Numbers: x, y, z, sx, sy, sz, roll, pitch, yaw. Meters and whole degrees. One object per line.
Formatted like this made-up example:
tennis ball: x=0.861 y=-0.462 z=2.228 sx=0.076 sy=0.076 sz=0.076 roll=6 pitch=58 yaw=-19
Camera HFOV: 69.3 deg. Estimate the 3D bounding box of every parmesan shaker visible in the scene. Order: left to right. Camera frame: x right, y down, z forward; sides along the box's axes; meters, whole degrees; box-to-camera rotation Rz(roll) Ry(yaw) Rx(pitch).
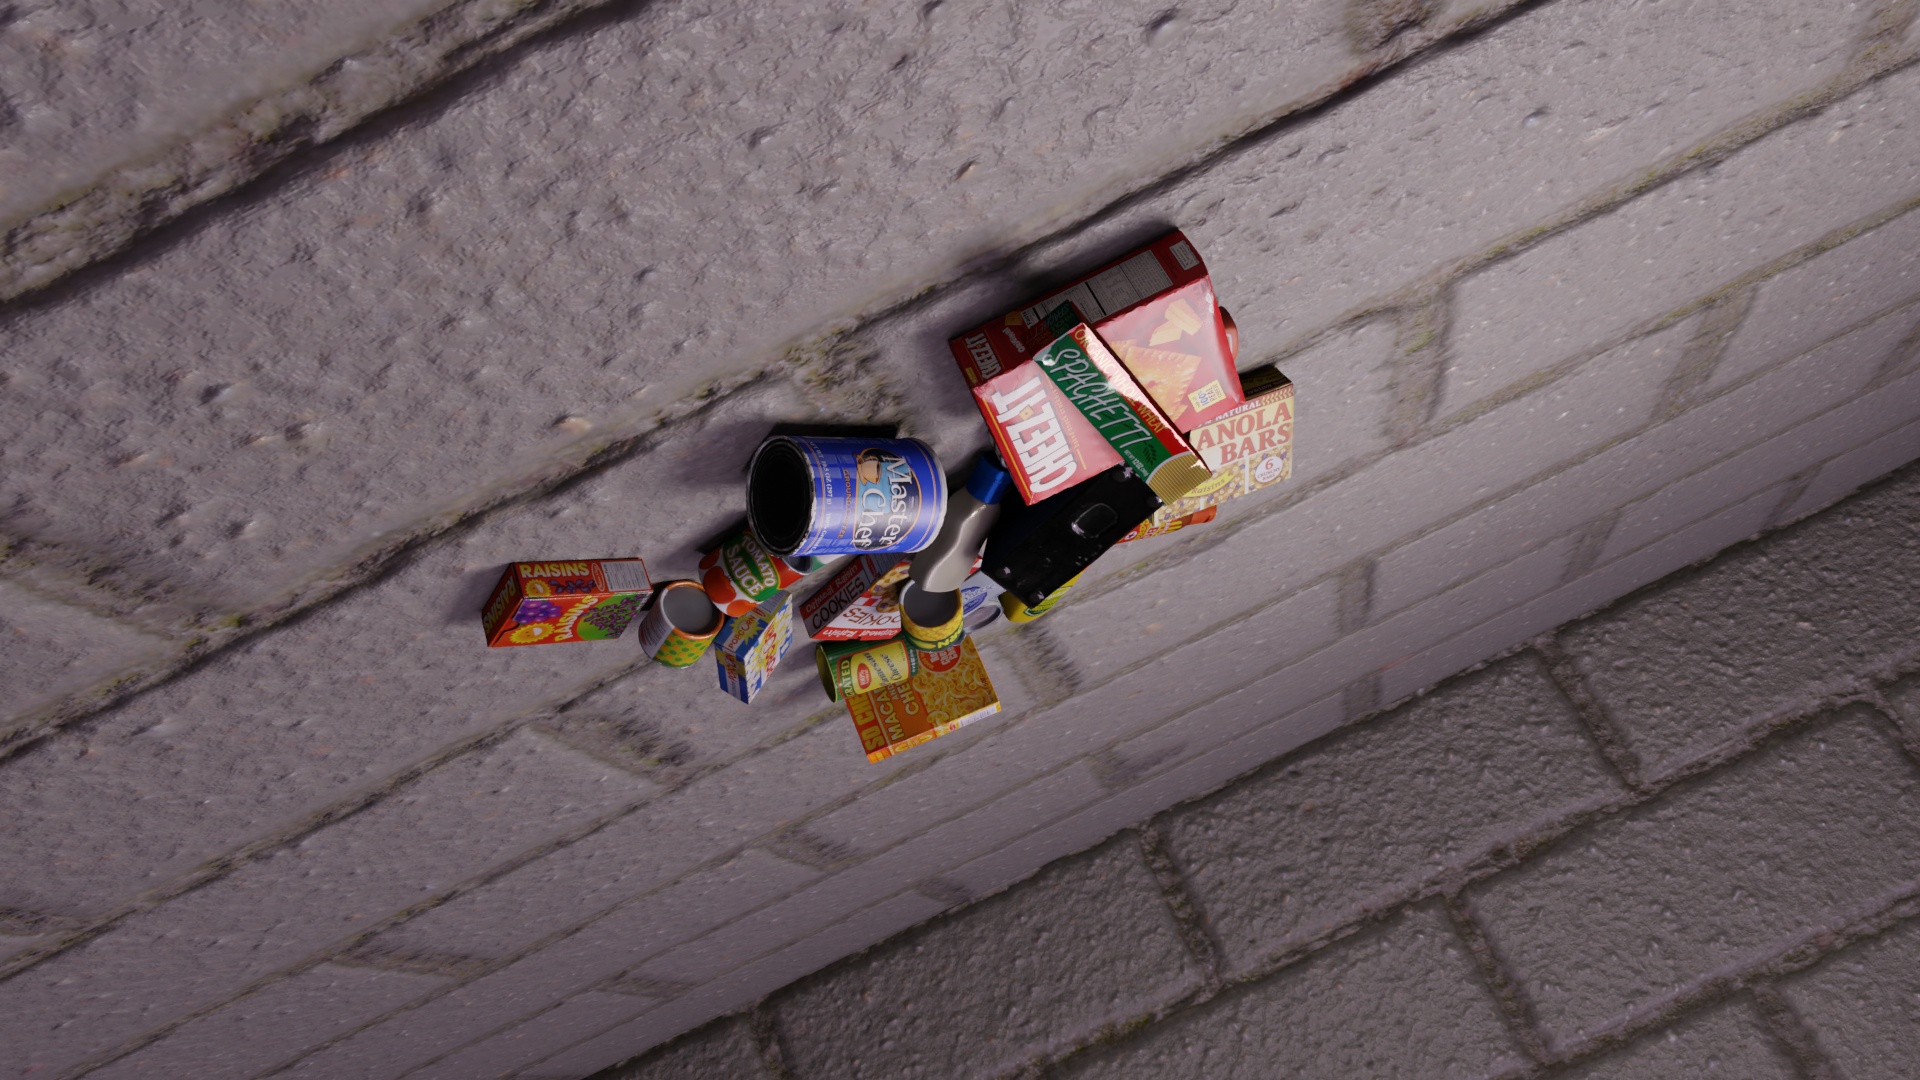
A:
parmesan shaker: x=-0.107 y=0.137 z=1.592 sx=0.103 sy=0.071 sz=0.071 roll=-17 pitch=155 yaw=-18

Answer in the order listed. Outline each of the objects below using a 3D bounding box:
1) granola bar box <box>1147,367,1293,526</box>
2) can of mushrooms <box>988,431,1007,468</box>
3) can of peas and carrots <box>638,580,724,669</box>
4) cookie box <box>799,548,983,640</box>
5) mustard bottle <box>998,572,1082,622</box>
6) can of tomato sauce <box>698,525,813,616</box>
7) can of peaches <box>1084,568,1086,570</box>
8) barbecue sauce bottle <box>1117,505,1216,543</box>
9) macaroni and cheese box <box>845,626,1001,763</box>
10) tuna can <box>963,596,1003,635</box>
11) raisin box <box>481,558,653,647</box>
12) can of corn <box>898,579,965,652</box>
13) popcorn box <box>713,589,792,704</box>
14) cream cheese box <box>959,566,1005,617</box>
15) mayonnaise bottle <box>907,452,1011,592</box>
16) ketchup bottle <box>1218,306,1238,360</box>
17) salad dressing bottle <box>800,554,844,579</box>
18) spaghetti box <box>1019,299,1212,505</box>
granola bar box: x=0.261 y=-0.095 z=1.428 sx=0.166 sy=0.039 sz=0.123 roll=-19 pitch=130 yaw=-11
can of mushrooms: x=0.061 y=-0.097 z=1.301 sx=0.071 sy=0.033 sz=0.070 roll=-21 pitch=156 yaw=-10
can of peas and carrots: x=-0.263 y=0.079 z=1.321 sx=0.071 sy=0.071 sz=0.058 roll=-4 pitch=149 yaw=-38
cookie box: x=-0.072 y=0.048 z=1.469 sx=0.166 sy=0.040 sz=0.123 roll=-40 pitch=152 yaw=31
mustard bottle: x=0.106 y=0.038 z=1.603 sx=0.065 sy=0.049 sz=0.159 roll=-8 pitch=152 yaw=-39
can of tomato sauce: x=-0.189 y=0.023 z=1.272 sx=0.083 sy=0.071 sz=0.071 roll=-32 pitch=155 yaw=18
can of peaches: x=0.127 y=-0.005 z=1.512 sx=0.071 sy=0.071 sz=0.057 roll=-9 pitch=153 yaw=-30
barbecue sauce bottle: x=0.225 y=-0.030 z=1.582 sx=0.149 sy=0.044 sz=0.064 roll=-9 pitch=151 yaw=-32
macaroni and cheese box: x=-0.052 y=0.176 z=1.649 sx=0.167 sy=0.124 sz=0.040 roll=-22 pitch=155 yaw=-5
tuna can: x=0.013 y=0.082 z=1.628 sx=0.071 sy=0.033 sz=0.070 roll=-20 pitch=156 yaw=-9
raisin box: x=-0.347 y=0.056 z=1.226 sx=0.123 sy=0.040 sz=0.085 roll=-1 pitch=148 yaw=-41
can of corn: x=-0.028 y=0.075 z=1.428 sx=0.071 sy=0.071 sz=0.058 roll=-20 pitch=154 yaw=-9
popcorn box: x=-0.208 y=0.103 z=1.405 sx=0.085 sy=0.038 sz=0.126 roll=-56 pitch=169 yaw=-27
cream cheese box: x=-0.002 y=0.062 z=1.566 sx=0.103 sy=0.024 sz=0.053 roll=-34 pitch=136 yaw=20
mayonnaise bottle: x=0.005 y=-0.017 z=1.356 sx=0.065 sy=0.041 sz=0.147 roll=-3 pitch=130 yaw=-48
ketchup bottle: x=0.177 y=-0.162 z=1.261 sx=0.149 sy=0.044 sz=0.064 roll=-21 pitch=150 yaw=-6
salad dressing bottle: x=-0.106 y=-0.011 z=1.312 sx=0.147 sy=0.044 sz=0.064 roll=-29 pitch=158 yaw=13
spaghetti box: x=0.132 y=-0.106 z=1.133 sx=0.050 sy=0.029 sz=0.249 roll=-35 pitch=138 yaw=14
